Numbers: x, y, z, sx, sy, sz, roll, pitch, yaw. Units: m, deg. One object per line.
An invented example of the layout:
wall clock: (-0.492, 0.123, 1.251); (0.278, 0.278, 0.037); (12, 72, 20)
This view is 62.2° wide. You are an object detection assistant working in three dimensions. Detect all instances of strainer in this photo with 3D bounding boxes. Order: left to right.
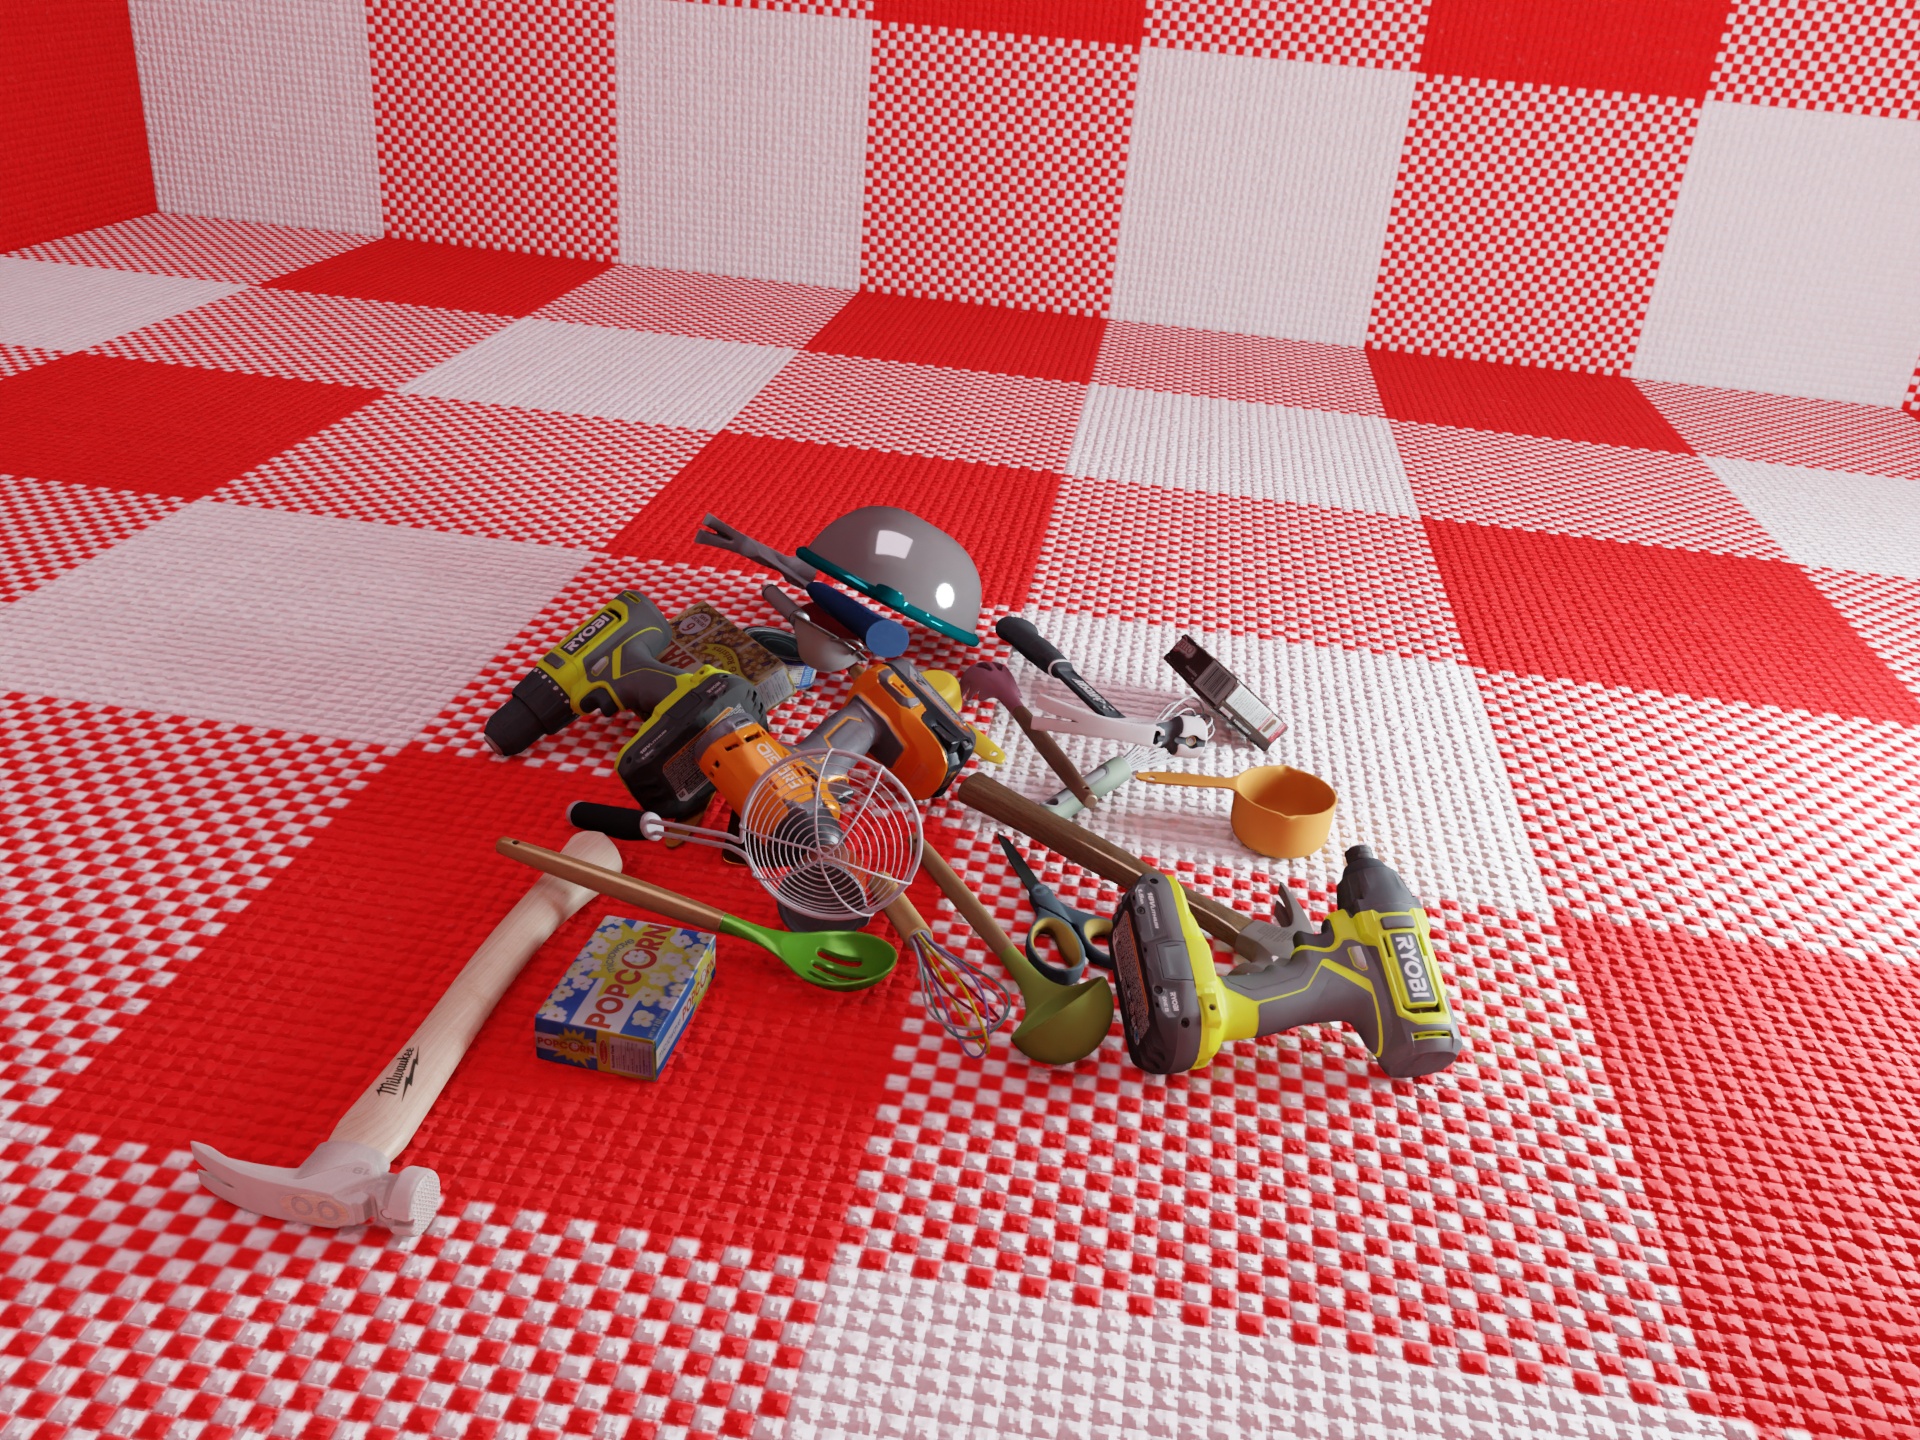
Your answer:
strainer: (-0.157, -0.095, 1.577); (0.086, 0.050, 0.259); (34, 4, -31)
strainer: (-0.054, -0.157, 1.570); (0.211, 0.095, 0.340); (27, 3, -4)

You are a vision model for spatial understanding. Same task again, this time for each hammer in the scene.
hammer: (-0.342, 0.187, 1.086); (0.146, 0.038, 0.411); (8, 27, 8)
hammer: (-0.150, -0.131, 1.565); (0.144, 0.035, 0.406); (23, 6, -29)
hammer: (0.096, -0.044, 1.526); (0.149, 0.036, 0.409); (8, 14, -15)
hammer: (0.134, 0.120, 1.287); (0.331, 0.031, 0.130); (27, 34, 32)

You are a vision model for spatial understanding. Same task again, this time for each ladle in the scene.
ladle: (-0.093, -0.038, 1.577); (0.069, 0.031, 0.316); (-10, 32, -23)
ladle: (0.020, 0.154, 1.193); (0.078, 0.062, 0.320); (-33, 34, -8)

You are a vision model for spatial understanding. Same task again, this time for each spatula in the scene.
spatula: (-0.178, 0.036, 1.425); (0.081, 0.041, 0.323); (1, 23, -11)

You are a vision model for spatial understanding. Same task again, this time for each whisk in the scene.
whisk: (-0.022, 0.166, 1.157); (0.047, 0.051, 0.245); (42, 1, -29)
whisk: (0.151, 0.040, 1.446); (0.058, 0.059, 0.246); (13, 30, 41)

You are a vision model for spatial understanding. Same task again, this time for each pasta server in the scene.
pasta server: (0.063, 0.011, 1.473); (0.060, 0.040, 0.316); (-5, 25, -16)

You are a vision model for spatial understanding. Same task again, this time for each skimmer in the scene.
skimmer: (-0.177, 0.076, 1.201); (0.090, 0.127, 0.363); (-25, 18, -38)

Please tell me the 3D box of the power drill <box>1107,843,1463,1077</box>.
power drill: (0.225, 0.168, 1.124); (0.223, 0.080, 0.171); (-1, 56, -11)

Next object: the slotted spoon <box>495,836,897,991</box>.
slotted spoon: (-0.198, 0.140, 1.170); (0.314, 0.031, 0.070); (18, 28, 8)

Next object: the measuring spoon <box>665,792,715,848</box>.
measuring spoon: (-0.224, 0.078, 1.349); (0.021, 0.011, 0.117); (4, 30, 13)

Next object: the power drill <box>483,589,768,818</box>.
power drill: (-0.295, -0.008, 1.385); (0.190, 0.080, 0.229); (-44, 48, -20)

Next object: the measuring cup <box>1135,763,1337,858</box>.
measuring cup: (0.237, 0.077, 1.383); (0.173, 0.052, 0.095); (6, 27, 7)

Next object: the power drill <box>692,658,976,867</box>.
power drill: (-0.092, 0.045, 1.327); (0.164, 0.084, 0.226); (48, 41, 16)

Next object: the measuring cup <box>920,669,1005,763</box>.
measuring cup: (-0.002, -0.005, 1.512); (0.062, 0.029, 0.157); (-23, 37, -22)
